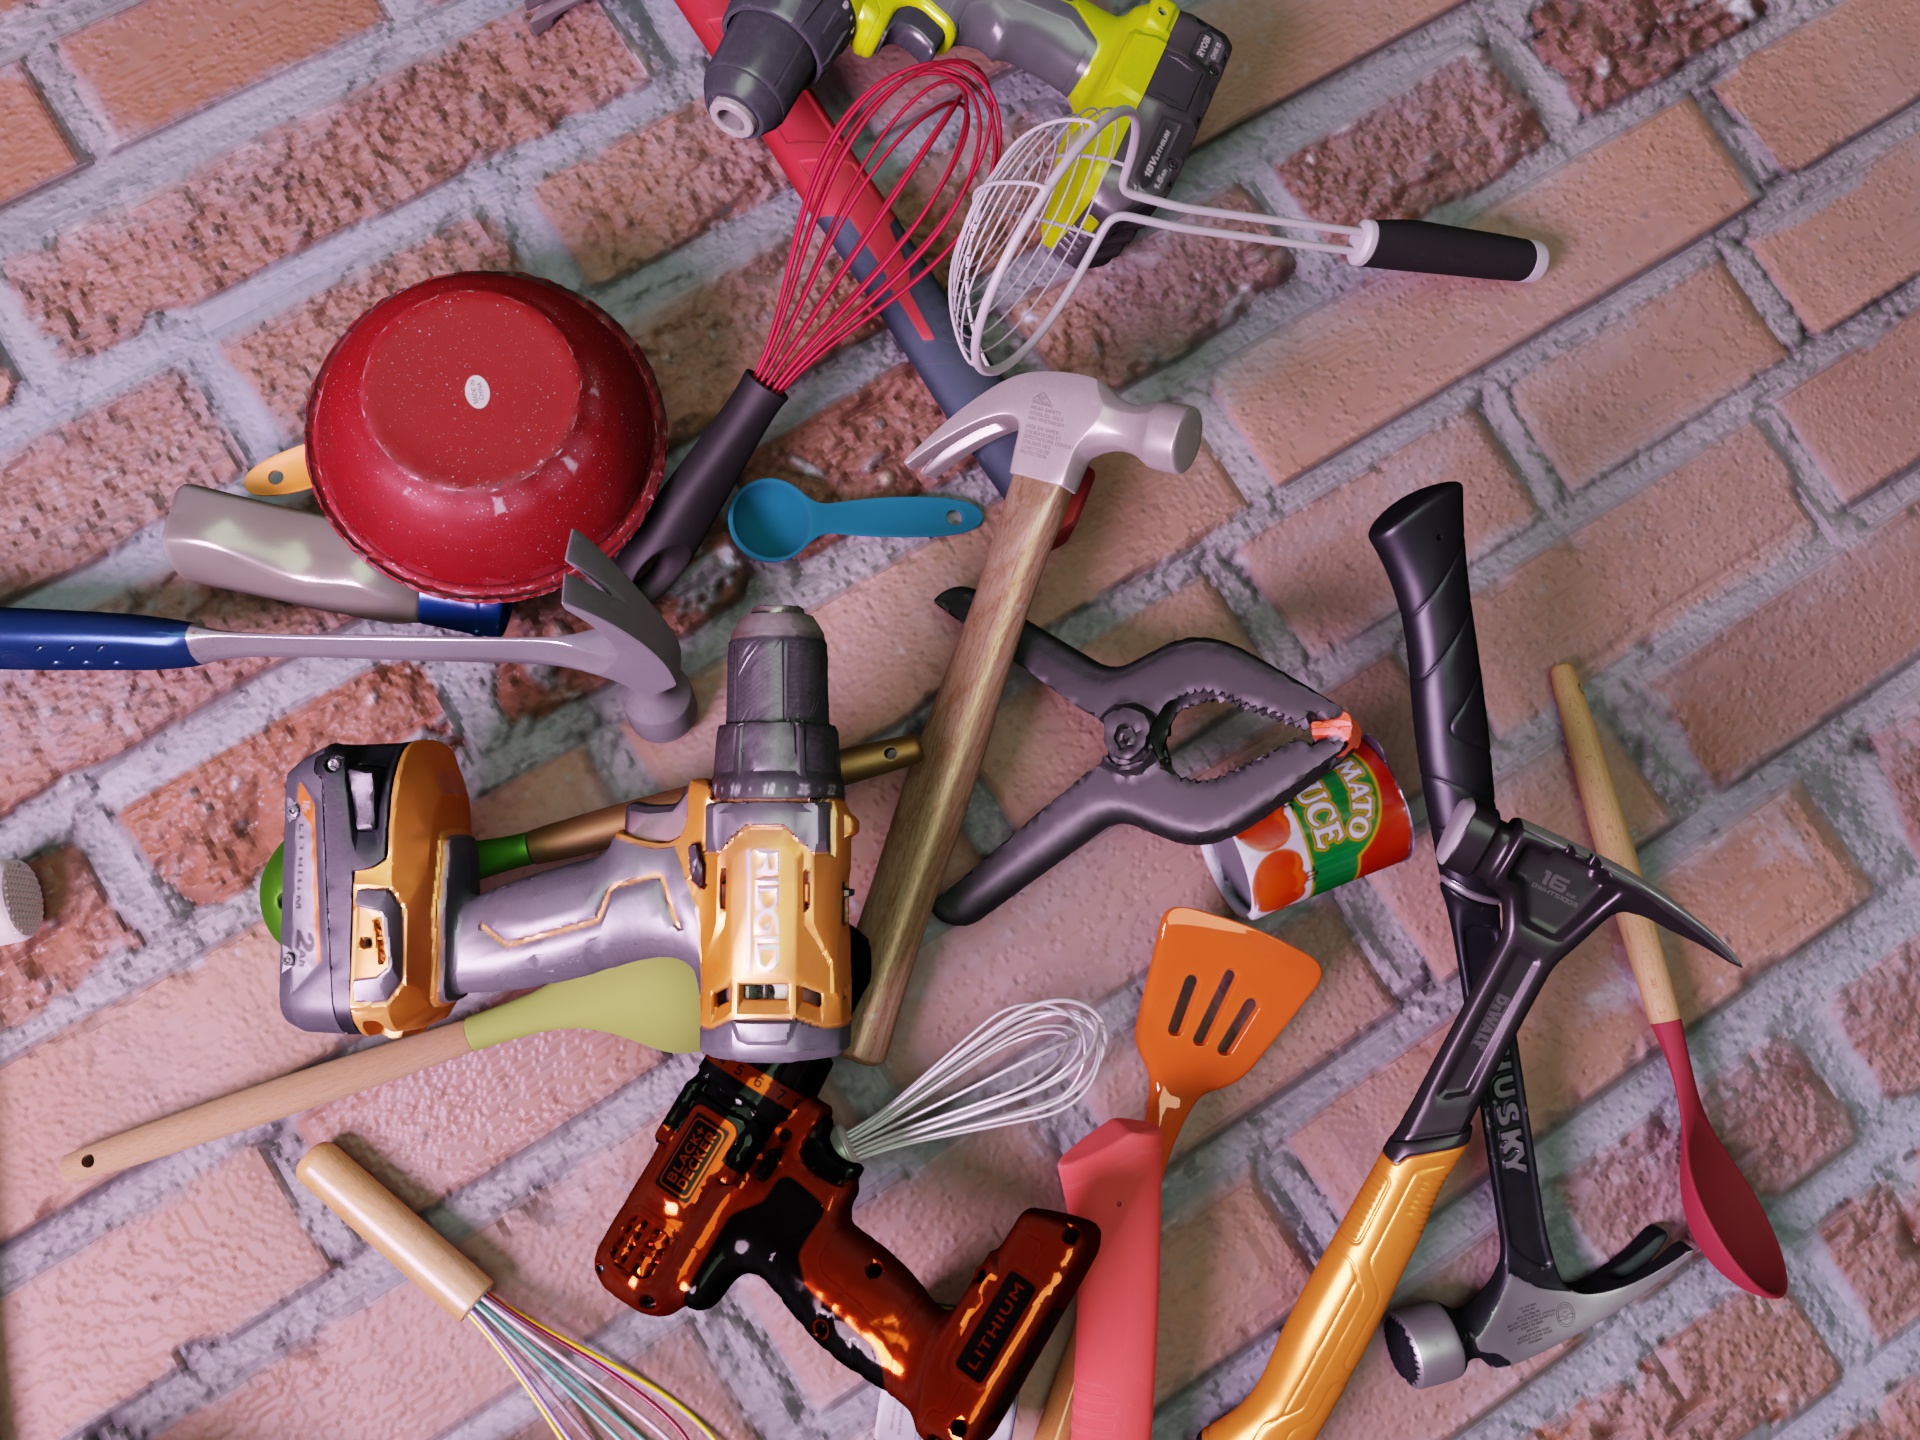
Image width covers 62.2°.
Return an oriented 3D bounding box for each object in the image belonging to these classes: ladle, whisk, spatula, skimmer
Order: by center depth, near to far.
[{"bbox_3d":[-0.198,0.272,0.697,0.245,0.051,0.047,39,84,5],"label":"whisk"},{"bbox_3d":[-0.243,0.150,0.719,0.320,0.062,0.078,-18,80,-2],"label":"ladle"},{"bbox_3d":[-0.044,0.191,0.726,0.246,0.058,0.059,-25,120,-5],"label":"whisk"},{"bbox_3d":[-0.079,-0.171,0.729,0.073,0.073,0.295,37,106,1],"label":"whisk"},{"bbox_3d":[0.075,0.246,0.730,0.081,0.041,0.323,22,80,-3],"label":"spatula"},{"bbox_3d":[0.156,-0.214,0.750,0.363,0.127,0.090,-3,49,-27],"label":"skimmer"},{"bbox_3d":[0.340,0.122,0.783,0.069,0.031,0.315,2,72,-49],"label":"ladle"}]

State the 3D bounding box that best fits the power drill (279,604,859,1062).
[{"bbox_3d":[-0.154,0.046,0.658,0.226,0.084,0.185,0,86,4],"label":"power drill"}]

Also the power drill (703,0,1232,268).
[{"bbox_3d":[0.001,-0.322,0.775,0.228,0.080,0.191,27,71,-12],"label":"power drill"}]

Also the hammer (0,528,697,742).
[{"bbox_3d":[-0.329,-0.037,0.705,0.405,0.144,0.035,1,65,1],"label":"hammer"}]

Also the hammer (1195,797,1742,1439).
[{"bbox_3d":[0.201,0.208,0.695,0.127,0.034,0.337,27,99,8],"label":"hammer"}]

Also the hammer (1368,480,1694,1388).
[{"bbox_3d":[0.242,0.096,0.727,0.149,0.036,0.409,-11,97,-11],"label":"hammer"}]

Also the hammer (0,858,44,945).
[{"bbox_3d":[-0.445,0.273,0.673,0.146,0.038,0.411,-12,82,-6],"label":"hammer"}]

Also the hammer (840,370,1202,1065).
[{"bbox_3d":[-0.001,-0.002,0.738,0.130,0.031,0.331,19,91,28],"label":"hammer"}]

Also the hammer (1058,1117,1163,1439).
[{"bbox_3d":[0.073,0.359,0.694,0.149,0.037,0.359,4,86,-7],"label":"hammer"}]

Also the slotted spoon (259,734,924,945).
[{"bbox_3d":[-0.170,0.049,0.720,0.314,0.031,0.070,-14,85,0],"label":"slotted spoon"}]

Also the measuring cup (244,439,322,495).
[{"bbox_3d":[-0.246,-0.130,0.757,0.173,0.052,0.095,-18,83,-7],"label":"measuring cup"}]

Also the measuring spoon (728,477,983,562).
[{"bbox_3d":[-0.052,-0.098,0.792,0.128,0.021,0.042,-3,81,-16],"label":"measuring spoon"}]

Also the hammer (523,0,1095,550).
[{"bbox_3d":[-0.065,-0.244,0.802,0.143,0.038,0.386,-32,85,-9],"label":"hammer"}]
